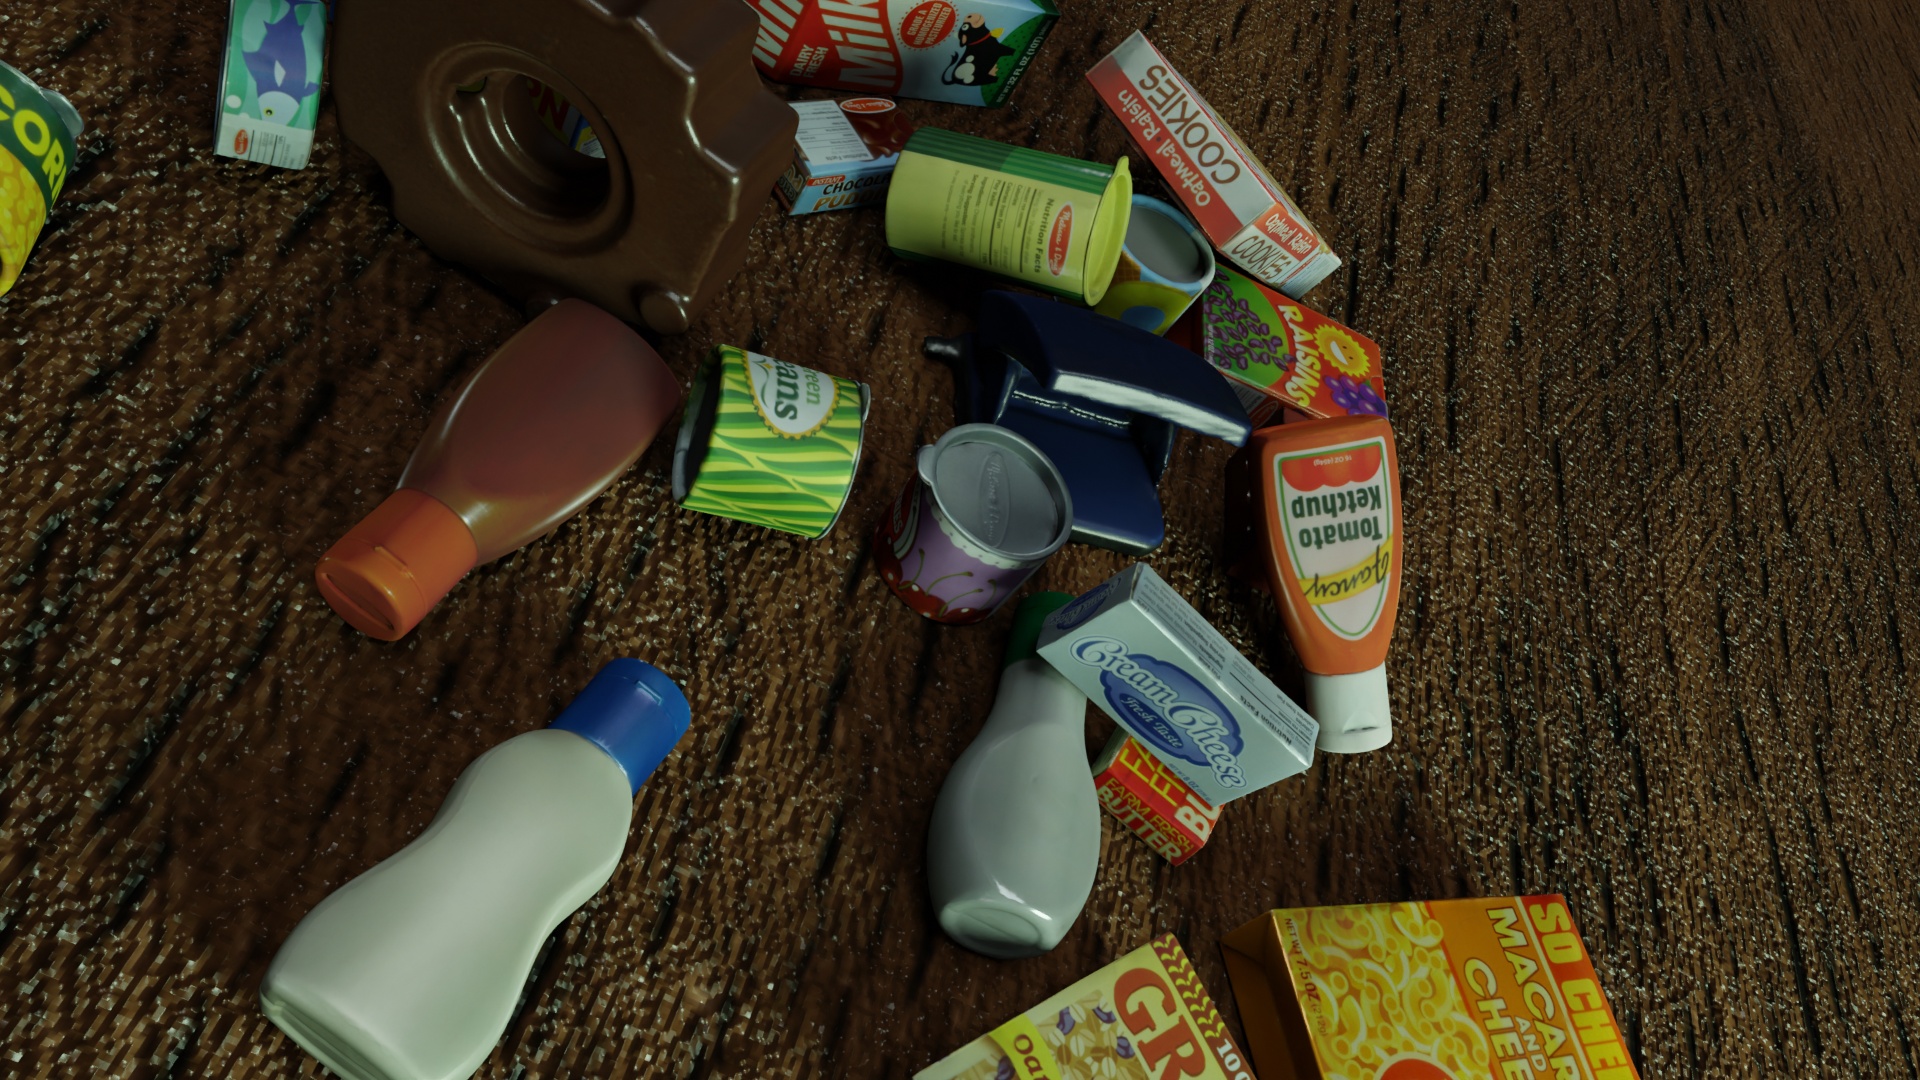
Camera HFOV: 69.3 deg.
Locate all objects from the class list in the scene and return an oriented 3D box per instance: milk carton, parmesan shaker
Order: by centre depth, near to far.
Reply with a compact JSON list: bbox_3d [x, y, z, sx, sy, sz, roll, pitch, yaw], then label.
[{"bbox_3d":[0.024,-0.160,0.670,0.103,0.071,0.072,17,44,16],"label":"parmesan shaker"},{"bbox_3d":[-0.050,-0.291,0.744,0.191,0.072,0.073,-5,61,-36],"label":"milk carton"}]

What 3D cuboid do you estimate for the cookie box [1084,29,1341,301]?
[{"bbox_3d":[0.144,-0.202,0.774,0.123,0.040,0.168,56,21,15],"label":"cookie box"}]

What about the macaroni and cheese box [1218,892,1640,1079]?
[{"bbox_3d":[0.195,0.209,0.556,0.167,0.040,0.124,5,56,-28],"label":"macaroni and cheese box"}]

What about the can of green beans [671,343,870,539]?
[{"bbox_3d":[-0.077,-0.039,0.548,0.058,0.071,0.071,14,52,-23],"label":"can of green beans"}]

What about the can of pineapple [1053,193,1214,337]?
[{"bbox_3d":[0.089,-0.139,0.730,0.071,0.057,0.071,16,51,-21],"label":"can of pineapple"}]

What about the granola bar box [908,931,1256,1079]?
[{"bbox_3d":[0.062,0.232,0.456,0.124,0.039,0.166,-15,67,-38],"label":"granola bar box"}]

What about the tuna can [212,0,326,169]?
[{"bbox_3d":[-0.264,-0.180,0.531,0.033,0.070,0.071,6,56,-31],"label":"tuna can"}]

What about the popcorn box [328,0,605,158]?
[{"bbox_3d":[-0.199,-0.220,0.589,0.127,0.084,0.038,38,45,-2],"label":"popcorn box"}]

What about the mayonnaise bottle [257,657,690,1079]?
[{"bbox_3d":[-0.138,0.097,0.429,0.065,0.041,0.149,39,45,-4],"label":"mayonnaise bottle"}]

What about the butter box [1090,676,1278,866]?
[{"bbox_3d":[0.096,0.084,0.595,0.053,0.024,0.104,40,46,0],"label":"butter box"}]

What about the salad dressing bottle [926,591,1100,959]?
[{"bbox_3d":[0.027,0.085,0.539,0.064,0.043,0.148,28,46,-13],"label":"salad dressing bottle"}]

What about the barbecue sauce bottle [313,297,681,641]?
[{"bbox_3d":[-0.165,-0.026,0.499,0.065,0.043,0.149,41,47,-8],"label":"barbecue sauce bottle"}]

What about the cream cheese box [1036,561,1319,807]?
[{"bbox_3d":[0.084,0.057,0.538,0.103,0.053,0.024,42,42,-15],"label":"cream cheese box"}]

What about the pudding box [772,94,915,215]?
[{"bbox_3d":[-0.059,-0.194,0.695,0.084,0.030,0.050,-20,69,-40],"label":"pudding box"}]

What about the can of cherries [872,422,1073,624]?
[{"bbox_3d":[0.002,-0.007,0.580,0.071,0.058,0.072,16,52,-22],"label":"can of cherries"}]

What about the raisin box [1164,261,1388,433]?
[{"bbox_3d":[0.174,-0.094,0.762,0.123,0.040,0.086,22,48,-18],"label":"raisin box"}]

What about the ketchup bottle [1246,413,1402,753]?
[{"bbox_3d":[0.169,0.020,0.628,0.065,0.043,0.148,-9,99,-1],"label":"ketchup bottle"}]

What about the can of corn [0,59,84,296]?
[{"bbox_3d":[-0.328,-0.118,0.446,0.071,0.070,0.058,14,53,-23],"label":"can of corn"}]
